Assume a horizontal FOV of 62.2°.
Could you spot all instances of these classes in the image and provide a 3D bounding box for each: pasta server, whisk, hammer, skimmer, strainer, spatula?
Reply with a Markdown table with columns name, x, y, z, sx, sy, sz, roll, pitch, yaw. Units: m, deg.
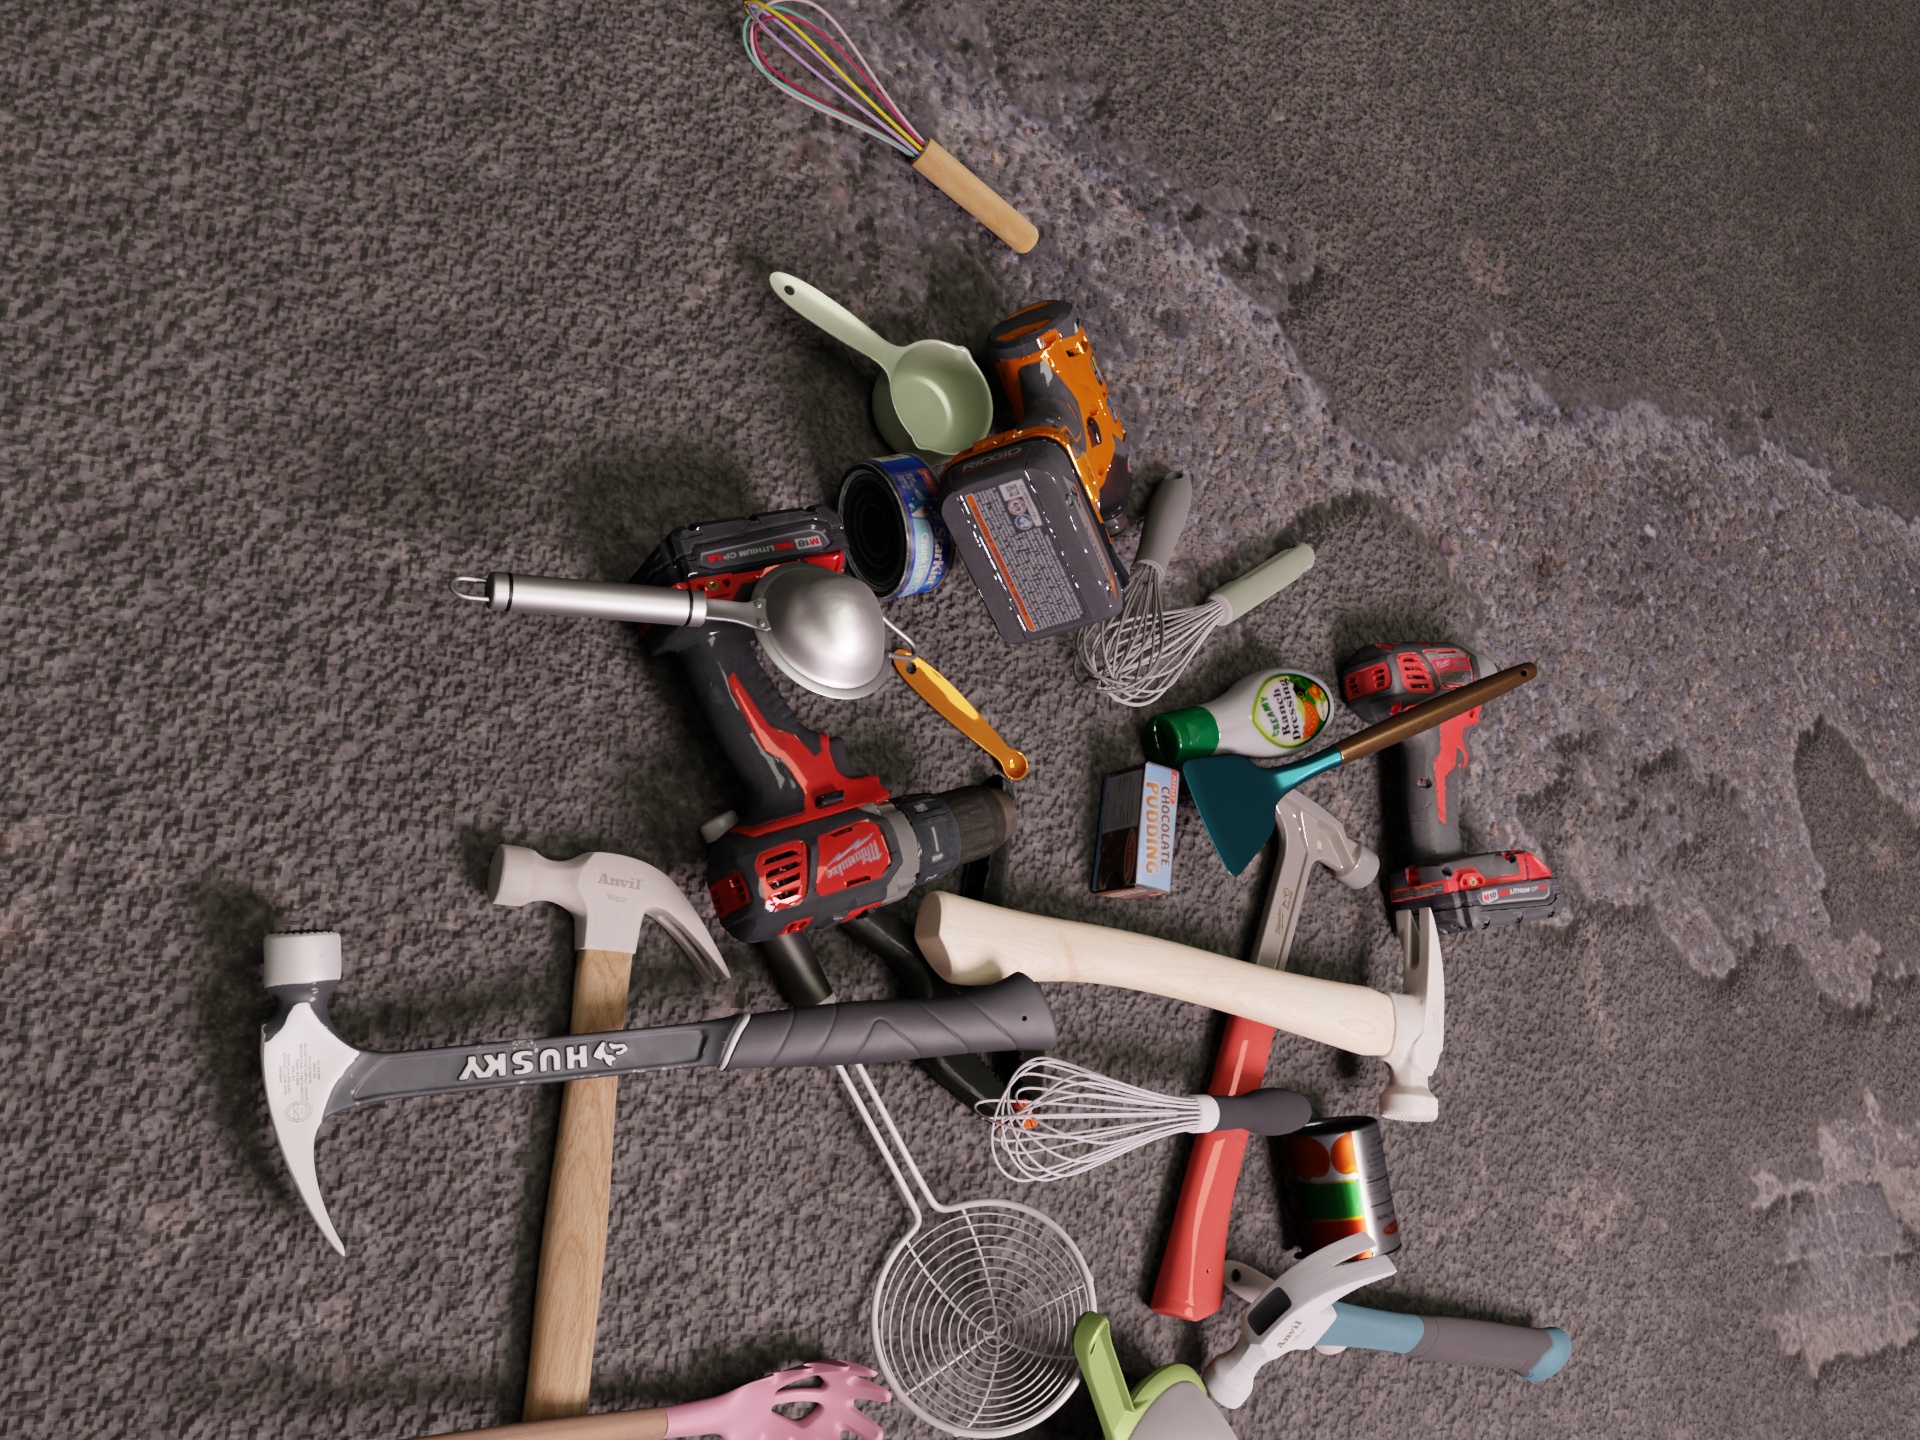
| name | x | y | z | sx | sy | sz | roll | pitch | yaw |
| --- | --- | --- | --- | --- | --- | --- | --- | --- | --- |
| pasta server | -0.165 | 0.348 | 0.773 | 0.316 | 0.040 | 0.060 | 14 | 87 | -43 |
| whisk | 0.174 | -0.075 | 1.109 | 0.246 | 0.058 | 0.059 | -31 | 89 | -38 |
| hammer | 0.183 | 0.212 | 1.058 | 0.149 | 0.037 | 0.359 | 31 | 64 | -23 |
| hammer | -0.135 | 0.171 | 0.813 | 0.408 | 0.036 | 0.149 | 0 | 82 | -24 |
| skimmer | -0.048 | 0.215 | 0.877 | 0.127 | 0.090 | 0.363 | -28 | 94 | -8 |
| whisk | -0.043 | -0.385 | 1.038 | 0.244 | 0.047 | 0.051 | 33 | 63 | -26 |
| hammer | 0.155 | 0.155 | 1.009 | 0.410 | 0.038 | 0.146 | 17 | 69 | -29 |
| whisk | 0.120 | 0.235 | 0.949 | 0.284 | 0.070 | 0.070 | 11 | 74 | -42 |
| hammer | 0.307 | 0.413 | 1.065 | 0.330 | 0.033 | 0.128 | 22 | 108 | -36 |
| strainer | 0.116 | 0.416 | 0.886 | 0.151 | 0.069 | 0.256 | -49 | 136 | -36 |
| strainer | -0.128 | -0.057 | 0.813 | 0.258 | 0.050 | 0.087 | 3 | 57 | -28 |
| whisk | 0.121 | -0.097 | 1.051 | 0.055 | 0.055 | 0.239 | 43 | 41 | -18 |
| hammer | -0.193 | 0.234 | 0.817 | 0.130 | 0.031 | 0.331 | 11 | 75 | -30 |
| spatula | 0.287 | 0.015 | 1.101 | 0.317 | 0.044 | 0.082 | -22 | 85 | -21 |

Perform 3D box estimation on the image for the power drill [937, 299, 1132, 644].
| name | x | y | z | sx | sy | sz | roll | pitch | yaw |
| --- | --- | --- | --- | --- | --- | --- | --- | --- | --- |
| power drill | 0.061 | -0.144 | 0.984 | 0.227 | 0.084 | 0.164 | -75 | 144 | -52 |

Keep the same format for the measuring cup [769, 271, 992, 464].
| name | x | y | z | sx | sy | sz | roll | pitch | yaw |
| --- | --- | --- | --- | --- | --- | --- | --- | --- | --- |
| measuring cup | -0.056 | -0.223 | 0.998 | 0.167 | 0.038 | 0.083 | 32 | 64 | -21 |

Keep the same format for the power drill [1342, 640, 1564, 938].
| name | x | y | z | sx | sy | sz | roll | pitch | yaw |
| --- | --- | --- | --- | --- | --- | --- | --- | --- | --- |
| power drill | 0.370 | 0.047 | 1.191 | 0.143 | 0.078 | 0.220 | -4 | 79 | -33 |

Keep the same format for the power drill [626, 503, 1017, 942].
| name | x | y | z | sx | sy | sz | roll | pitch | yaw |
| --- | --- | --- | --- | --- | --- | --- | --- | --- | --- |
| power drill | -0.076 | -0.001 | 0.894 | 0.188 | 0.080 | 0.227 | -14 | 80 | -34 |

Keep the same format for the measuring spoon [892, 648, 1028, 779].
| name | x | y | z | sx | sy | sz | roll | pitch | yaw |
| --- | --- | --- | --- | --- | --- | --- | --- | --- | --- |
| measuring spoon | -0.002 | -0.003 | 1.004 | 0.117 | 0.011 | 0.021 | 43 | 61 | -14 |

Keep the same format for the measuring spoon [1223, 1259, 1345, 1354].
| name | x | y | z | sx | sy | sz | roll | pitch | yaw |
| --- | --- | --- | --- | --- | --- | --- | --- | --- | --- |
| measuring spoon | 0.218 | 0.386 | 1.053 | 0.124 | 0.018 | 0.034 | 34 | 64 | -22 |
